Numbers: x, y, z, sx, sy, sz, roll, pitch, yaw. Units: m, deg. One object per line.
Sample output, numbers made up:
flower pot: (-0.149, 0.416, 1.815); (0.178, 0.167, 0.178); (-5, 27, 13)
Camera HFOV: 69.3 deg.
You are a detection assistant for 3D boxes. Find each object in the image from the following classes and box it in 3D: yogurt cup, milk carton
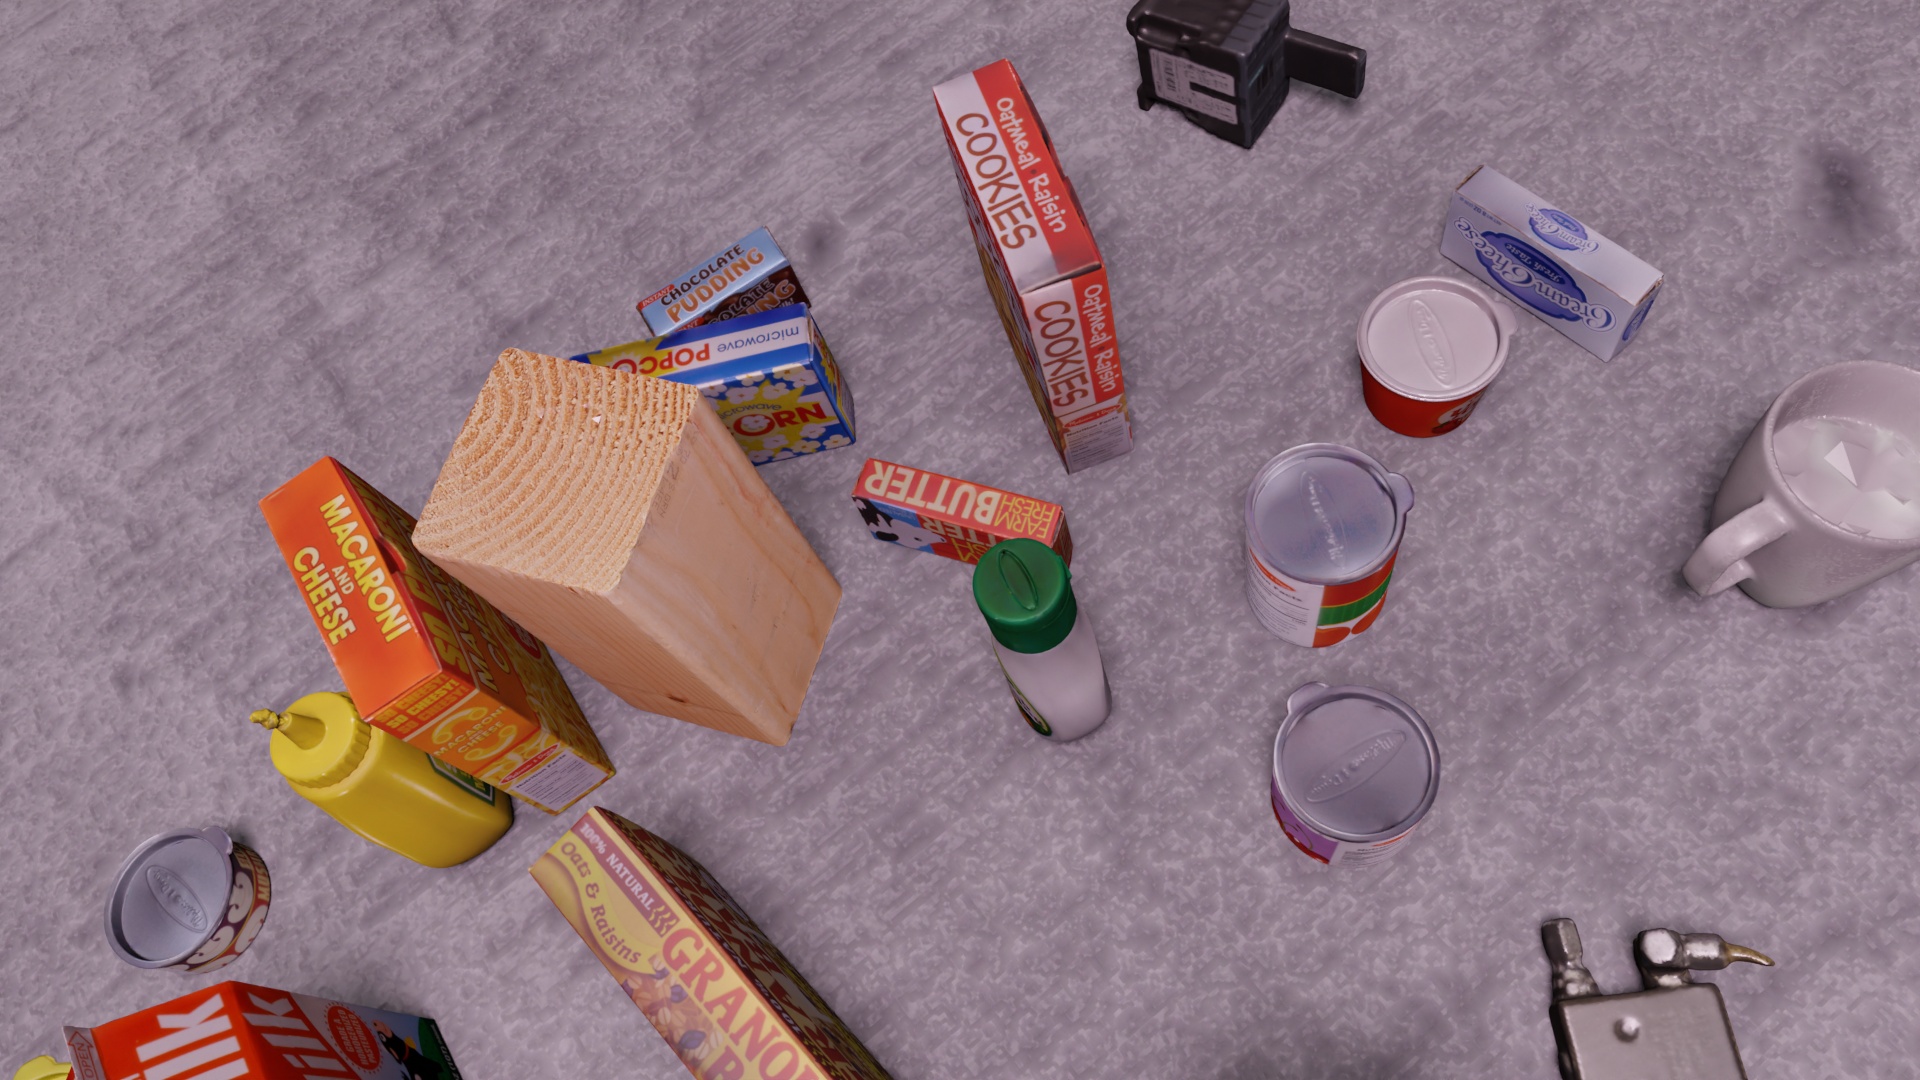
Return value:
yogurt cup: (0.224, -0.085, 0.667); (0.072, 0.053, 0.072); (-4, 65, 9)
milk carton: (-0.272, 0.229, 0.544); (0.073, 0.190, 0.072); (-36, 64, -6)

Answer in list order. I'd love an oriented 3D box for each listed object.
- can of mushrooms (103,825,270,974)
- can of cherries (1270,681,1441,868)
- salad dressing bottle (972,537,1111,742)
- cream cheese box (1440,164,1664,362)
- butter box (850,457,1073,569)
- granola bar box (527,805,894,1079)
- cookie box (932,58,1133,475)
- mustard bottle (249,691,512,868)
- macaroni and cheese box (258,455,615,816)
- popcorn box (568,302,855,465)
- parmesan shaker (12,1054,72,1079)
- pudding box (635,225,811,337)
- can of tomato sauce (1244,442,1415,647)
can of mushrooms: (-0.374, 0.174, 0.677); (0.071, 0.033, 0.071); (-4, 65, 9)
can of cherries: (0.165, 0.099, 0.592); (0.071, 0.058, 0.072); (-4, 65, 9)
salad dressing bottle: (0.035, 0.043, 0.593); (0.044, 0.147, 0.064); (-26, 64, -1)
cream cheese box: (0.286, -0.135, 0.678); (0.024, 0.053, 0.104); (-43, 65, -9)
butter box: (0.002, -0.008, 0.676); (0.103, 0.053, 0.024); (15, 70, 17)
granola bar box: (-0.089, 0.188, 0.564); (0.039, 0.123, 0.166); (-45, 66, -10)
cookie box: (0.038, -0.124, 0.657); (0.040, 0.167, 0.123); (-21, 64, 2)
mustard bottle: (-0.258, 0.101, 0.617); (0.049, 0.159, 0.065); (-37, 65, -6)
macaroni and cheese box: (-0.232, 0.048, 0.633); (0.040, 0.166, 0.124); (-35, 64, -5)
popcorn box: (-0.125, -0.071, 0.711); (0.127, 0.085, 0.038); (-12, 65, 6)
parmesan shaker: (-0.354, 0.260, 0.595); (0.071, 0.102, 0.071); (-4, 65, 9)
pudding box: (-0.128, -0.129, 0.758); (0.084, 0.049, 0.030); (-32, 64, -4)
can of tomato sauce: (0.163, 0.003, 0.622); (0.071, 0.083, 0.071); (-4, 65, 9)
